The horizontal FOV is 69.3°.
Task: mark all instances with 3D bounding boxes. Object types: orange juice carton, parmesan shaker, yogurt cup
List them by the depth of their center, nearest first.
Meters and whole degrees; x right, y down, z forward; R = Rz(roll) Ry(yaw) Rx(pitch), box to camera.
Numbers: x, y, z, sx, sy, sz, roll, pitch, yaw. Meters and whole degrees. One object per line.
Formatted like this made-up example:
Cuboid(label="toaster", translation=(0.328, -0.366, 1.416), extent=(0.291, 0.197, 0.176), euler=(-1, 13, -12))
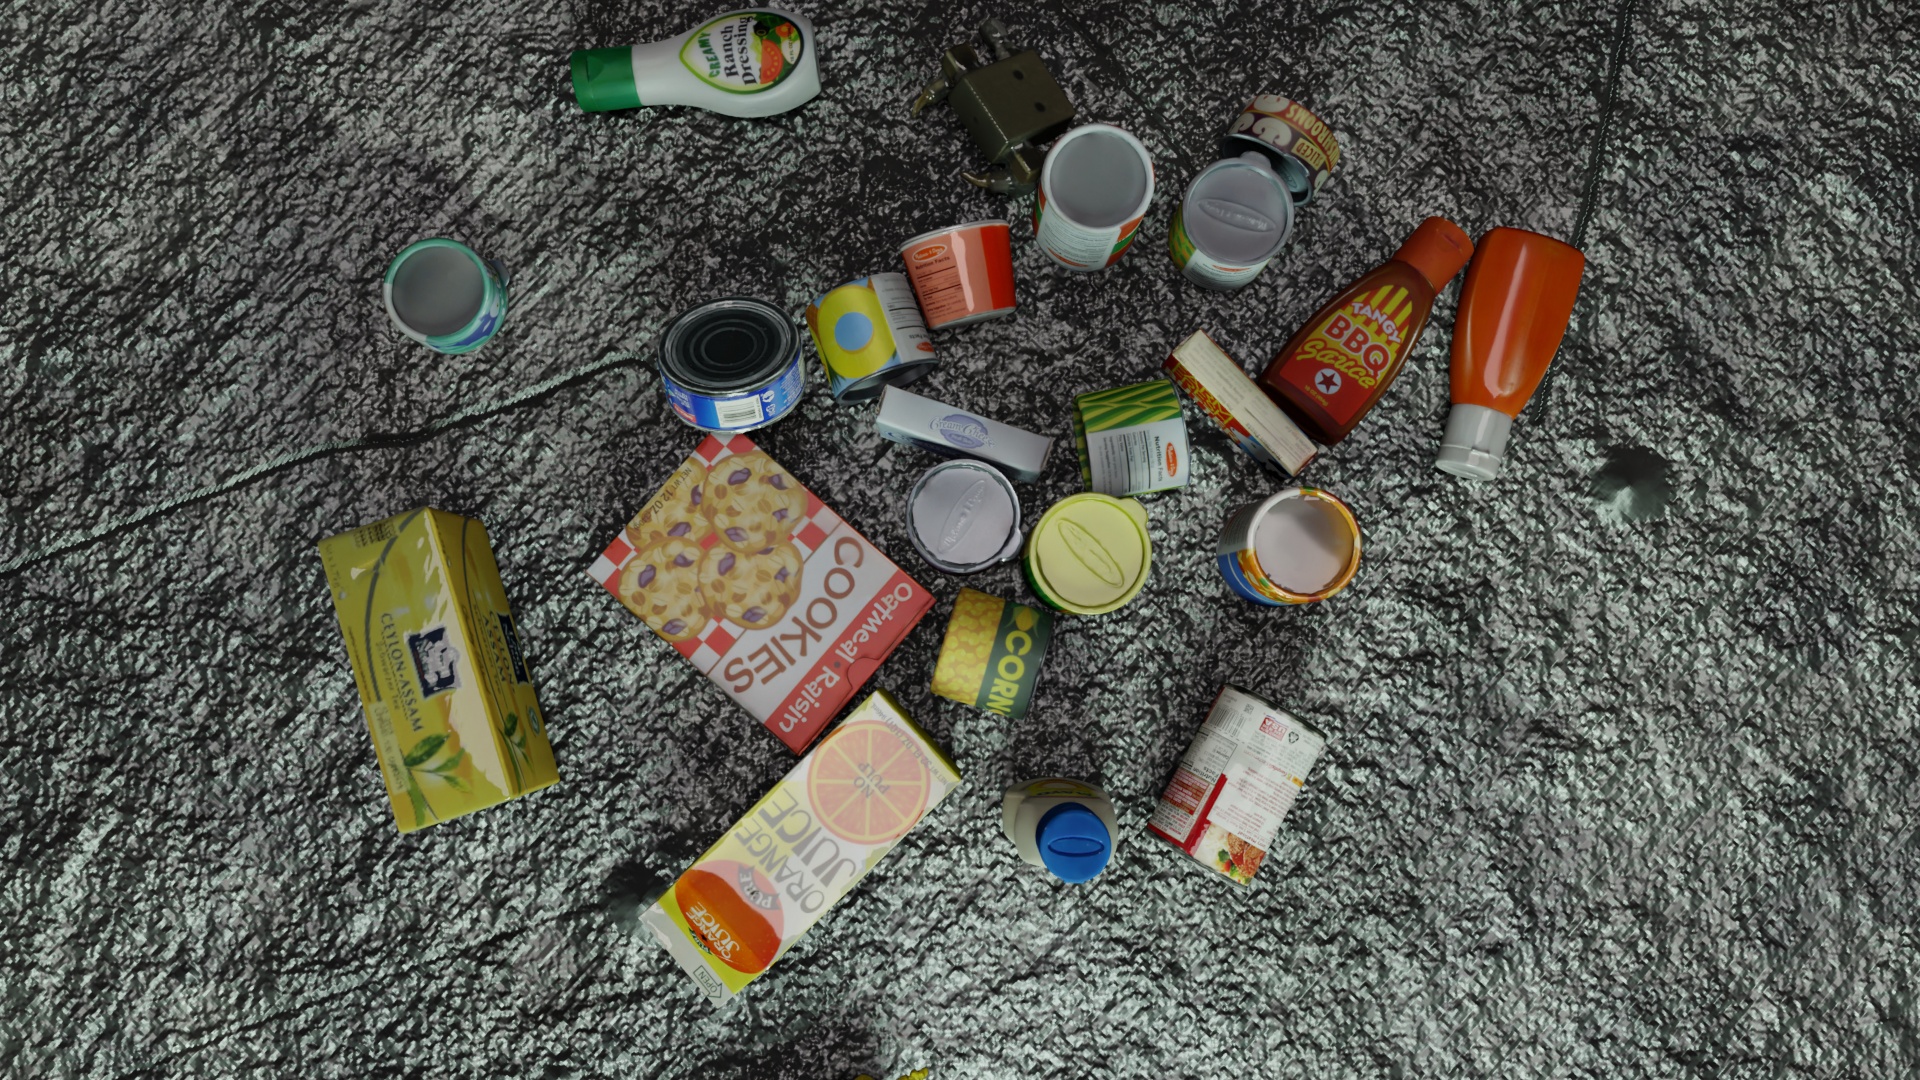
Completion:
Cuboid(label="orange juice carton", translation=(-0.092, 0.175, 0.798), extent=(0.193, 0.073, 0.072), euler=(-44, 87, -3))
Cuboid(label="parmesan shaker", translation=(0.072, 0.008, 0.799), extent=(0.071, 0.103, 0.071), euler=(0, 86, 0))
Cuboid(label="yogurt cup", translation=(0.002, -0.158, 0.834), extent=(0.072, 0.072, 0.054), euler=(-13, 94, -2))

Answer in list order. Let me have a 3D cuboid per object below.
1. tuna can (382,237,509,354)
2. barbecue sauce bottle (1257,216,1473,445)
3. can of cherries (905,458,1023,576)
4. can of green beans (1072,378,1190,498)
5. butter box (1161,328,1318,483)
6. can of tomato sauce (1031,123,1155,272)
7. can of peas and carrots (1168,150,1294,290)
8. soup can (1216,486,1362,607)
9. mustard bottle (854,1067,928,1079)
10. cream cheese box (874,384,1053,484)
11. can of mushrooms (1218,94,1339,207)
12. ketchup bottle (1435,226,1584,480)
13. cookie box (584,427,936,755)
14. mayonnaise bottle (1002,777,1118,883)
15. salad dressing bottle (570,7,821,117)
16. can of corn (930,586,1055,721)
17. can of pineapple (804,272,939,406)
Cuboid(label="tuna can", translation=(-0.311, -0.150, 0.844), extent=(0.071, 0.033, 0.071), euler=(0, 86, 0))
Cuboid(label="barbecue sauce bottle", translation=(0.250, -0.131, 0.843), extent=(0.065, 0.043, 0.148), euler=(41, 86, 4))
Cuboid(label="can of cherries", translation=(0.003, -0.010, 0.823), extent=(0.071, 0.058, 0.071), euler=(0, 84, -1))
Cuboid(label="can of green beans", translation=(0.101, -0.059, 0.824), extent=(0.058, 0.071, 0.071), euler=(-10, 86, -1))
Cuboid(label="butter box", translation=(0.167, -0.080, 0.833), extent=(0.024, 0.053, 0.103), euler=(-44, 86, -1))
Cuboid(label="can of tomato sauce", translation=(0.079, -0.205, 0.828), extent=(0.071, 0.083, 0.071), euler=(0, 86, -1))
Cuboid(label="can of peas and carrots", translation=(0.163, -0.192, 0.840), extent=(0.071, 0.058, 0.071), euler=(0, 85, -1))
Cuboid(label="soup can", translation=(0.193, 0.007, 0.811), extent=(0.071, 0.083, 0.071), euler=(0, 86, -1))
Cuboid(label="mustard bottle", translation=(-0.084, 0.352, 0.795), extent=(0.160, 0.049, 0.065), euler=(-39, 88, -3))
Cuboid(label="cream cheese box", translation=(0.001, -0.062, 0.830), extent=(0.104, 0.053, 0.024), euler=(18, 84, 1))
Cuboid(label="can of mushrooms", translation=(0.194, -0.235, 0.838), extent=(0.071, 0.071, 0.033), euler=(36, 84, 2))
Cuboid(label="ketchup bottle", translation=(0.327, -0.112, 0.842), extent=(0.065, 0.043, 0.149), euler=(18, 85, 2))
Cuboid(label="cookie box", translation=(-0.117, 0.028, 0.827), extent=(0.167, 0.040, 0.123), euler=(41, 85, 3))
Cuboid(label="mayonnaise bottle", translation=(0.057, 0.157, 0.763), extent=(0.065, 0.148, 0.041), euler=(1, 86, -1))
Cuboid(label="salad dressing bottle", translation=(-0.161, -0.289, 0.852), extent=(0.148, 0.044, 0.064), euler=(-7, 84, -1))
Cuboid(label="can of corn", translation=(0.018, 0.066, 0.810), extent=(0.058, 0.071, 0.071), euler=(17, 85, 2))
Cuboid(label="can of pineapple", translation=(-0.055, -0.119, 0.828), extent=(0.071, 0.071, 0.058), euler=(-21, 86, -2))
